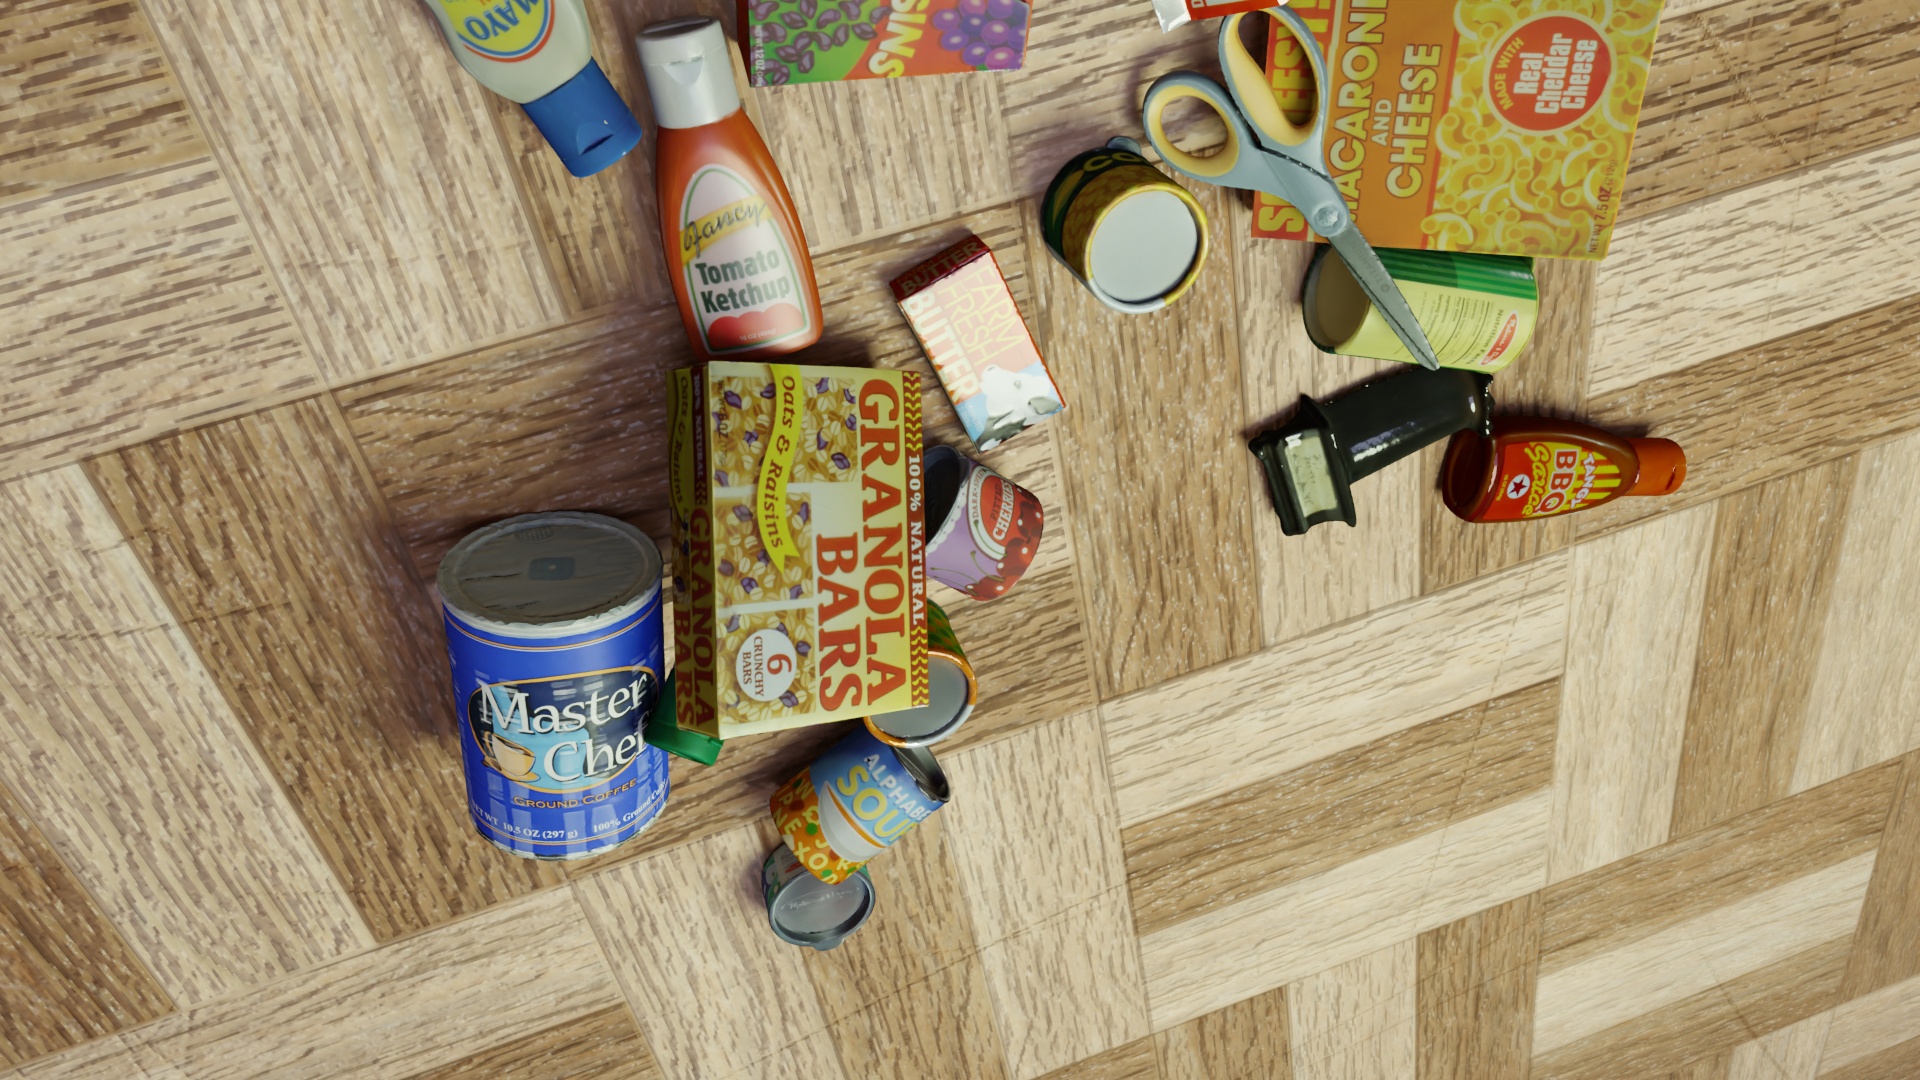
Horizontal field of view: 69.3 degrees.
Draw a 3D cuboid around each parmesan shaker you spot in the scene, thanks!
[{"bbox_3d":[0.243,-0.129,0.735,0.103,0.071,0.071,4,119,-20],"label":"parmesan shaker"}]

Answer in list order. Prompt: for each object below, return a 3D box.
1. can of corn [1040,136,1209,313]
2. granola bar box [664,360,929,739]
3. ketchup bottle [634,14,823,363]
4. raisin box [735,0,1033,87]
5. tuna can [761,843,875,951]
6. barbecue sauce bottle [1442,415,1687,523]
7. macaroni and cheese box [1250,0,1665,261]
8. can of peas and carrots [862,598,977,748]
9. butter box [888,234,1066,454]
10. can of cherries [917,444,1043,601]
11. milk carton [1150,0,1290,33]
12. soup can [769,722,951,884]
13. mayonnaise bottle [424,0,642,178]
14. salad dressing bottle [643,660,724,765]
[{"bbox_3d":[0.080,-0.152,0.671,0.071,0.058,0.070,-9,123,-14],"label":"can of corn"},{"bbox_3d":[-0.074,0.002,0.654,0.124,0.039,0.165,-3,93,-42],"label":"granola bar box"},{"bbox_3d":[-0.106,-0.153,0.617,0.065,0.044,0.148,-14,123,-4],"label":"ketchup bottle"},{"bbox_3d":[-0.031,-0.240,0.579,0.123,0.040,0.085,-9,139,-14],"label":"raisin box"},{"bbox_3d":[-0.087,0.216,0.852,0.071,0.033,0.070,-8,122,-14],"label":"tuna can"},{"bbox_3d":[0.369,-0.044,0.843,0.149,0.044,0.064,-2,120,-18],"label":"barbecue sauce bottle"},{"bbox_3d":[0.228,-0.201,0.658,0.166,0.040,0.123,6,121,12],"label":"macaroni and cheese box"},{"bbox_3d":[-0.031,0.070,0.768,0.071,0.059,0.070,-9,122,-14],"label":"can of peas and carrots"},{"bbox_3d":[0.010,-0.097,0.701,0.053,0.024,0.103,-29,125,1],"label":"butter box"},{"bbox_3d":[0.003,-0.009,0.724,0.058,0.072,0.071,28,108,-30],"label":"can of cherries"},{"bbox_3d":[0.160,-0.296,0.602,0.190,0.074,0.072,-29,125,0],"label":"milk carton"},{"bbox_3d":[-0.057,0.149,0.799,0.083,0.071,0.071,-39,124,7],"label":"soup can"},{"bbox_3d":[-0.184,-0.216,0.553,0.065,0.041,0.147,-32,124,2],"label":"mayonnaise bottle"},{"bbox_3d":[-0.111,0.035,0.681,0.064,0.044,0.148,46,58,-58],"label":"salad dressing bottle"}]
